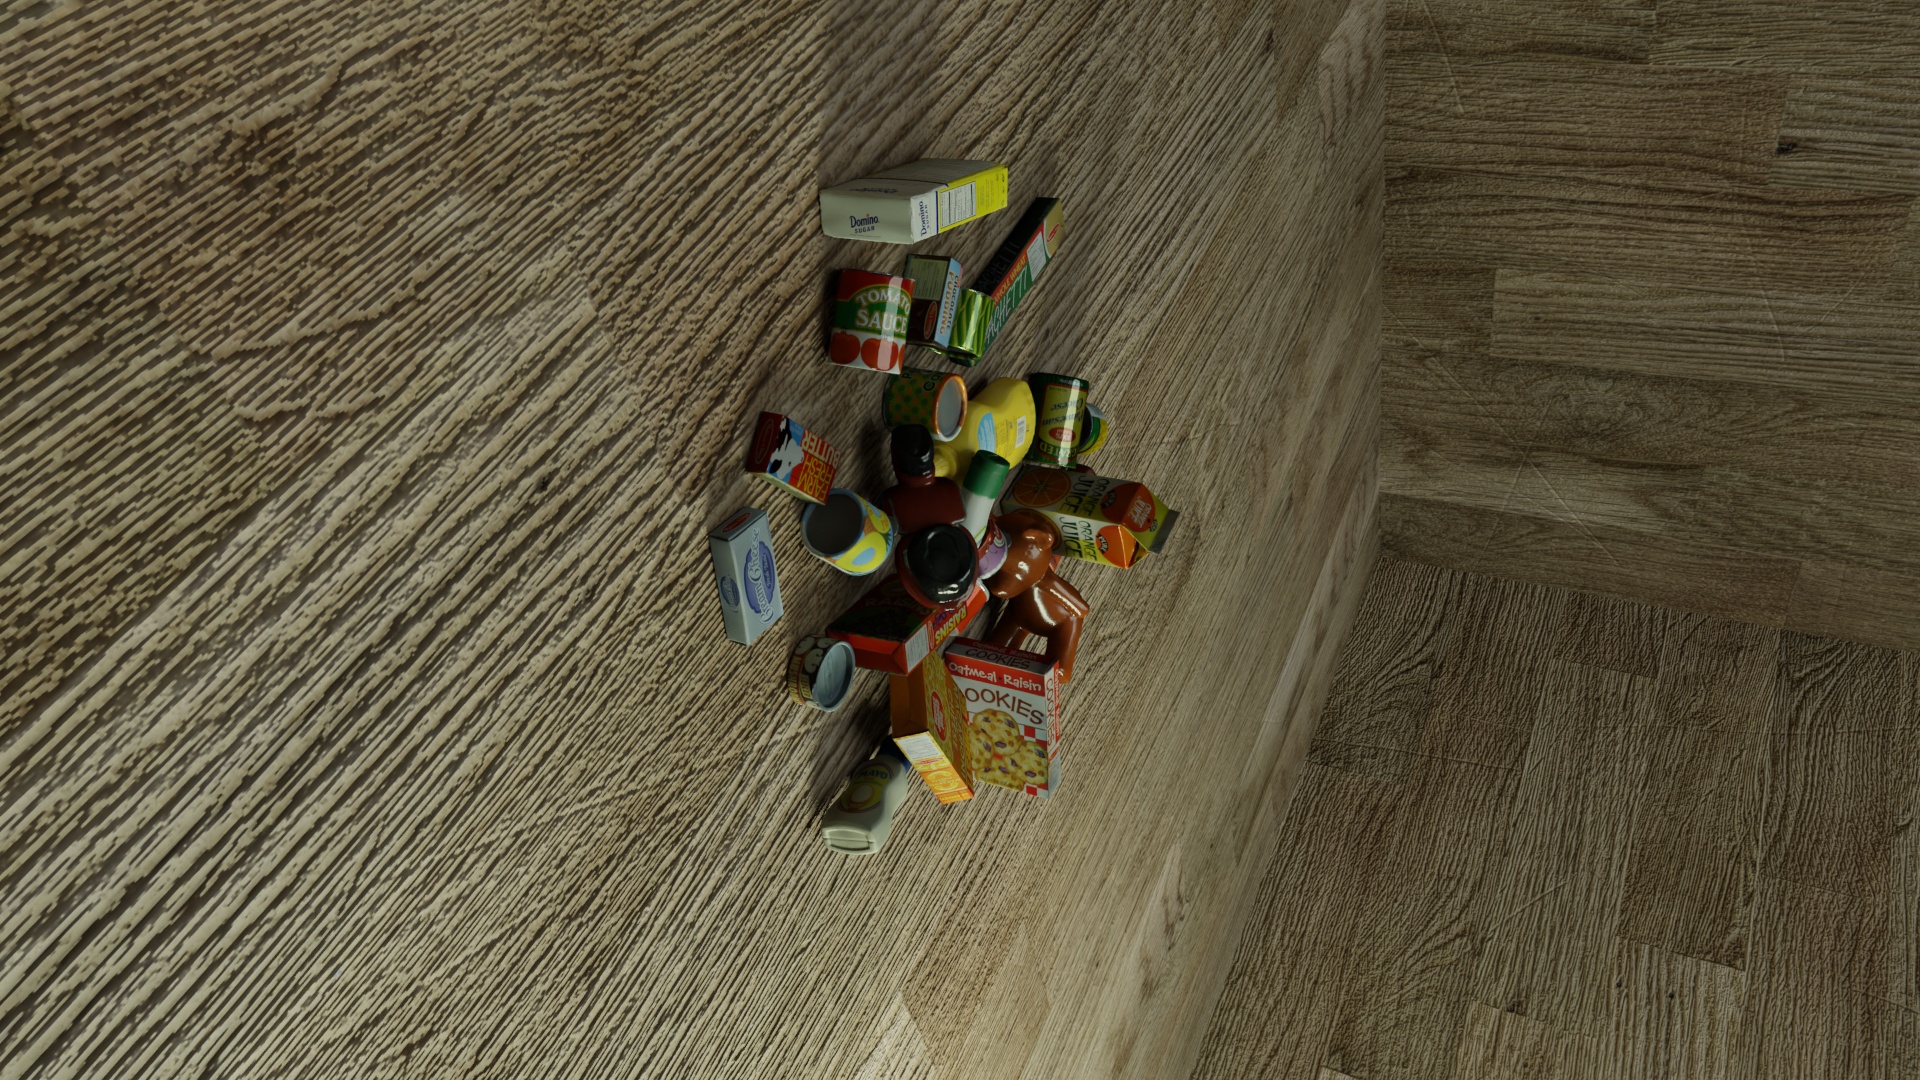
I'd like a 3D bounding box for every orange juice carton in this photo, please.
[{"bbox_3d":[0.150,-0.025,1.590,0.072,0.193,0.072,-57,146,-36],"label":"orange juice carton"}]

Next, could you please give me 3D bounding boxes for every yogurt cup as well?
[{"bbox_3d":[-0.012,0.063,1.447,0.054,0.072,0.072,-58,148,-21],"label":"yogurt cup"}]

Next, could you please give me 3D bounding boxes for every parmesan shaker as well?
[{"bbox_3d":[0.106,-0.139,1.605,0.071,0.071,0.103,3,96,-64],"label":"parmesan shaker"}]

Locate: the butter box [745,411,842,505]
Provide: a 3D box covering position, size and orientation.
[{"bbox_3d":[-0.140,-0.068,1.177,0.103,0.024,0.053,31,73,-62],"label":"butter box"}]

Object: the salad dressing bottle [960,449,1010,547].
[{"bbox_3d":[0.005,-0.017,1.379,0.147,0.044,0.064,-67,166,17],"label":"salad dressing bottle"}]

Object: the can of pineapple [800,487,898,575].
[{"bbox_3d":[-0.099,-0.009,1.233,0.058,0.071,0.071,36,68,-62],"label":"can of pineapple"}]

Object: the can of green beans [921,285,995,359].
[{"bbox_3d":[-0.005,-0.211,1.346,0.071,0.071,0.058,19,84,-64],"label":"can of green beans"}]

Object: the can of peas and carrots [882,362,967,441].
[{"bbox_3d":[-0.033,-0.133,1.329,0.071,0.059,0.070,-36,132,-55],"label":"can of peas and carrots"}]

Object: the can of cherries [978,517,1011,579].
[{"bbox_3d":[0.012,-0.001,1.460,0.058,0.071,0.072,50,56,-57],"label":"can of cherries"}]

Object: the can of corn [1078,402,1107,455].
[{"bbox_3d":[0.136,-0.134,1.664,0.058,0.071,0.071,3,97,-64],"label":"can of corn"}]

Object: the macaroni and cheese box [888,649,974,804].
[{"bbox_3d":[-0.031,0.180,1.426,0.165,0.040,0.124,63,17,-53],"label":"macaroni and cheese box"}]

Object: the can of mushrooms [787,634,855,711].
[{"bbox_3d":[-0.128,0.121,1.266,0.071,0.033,0.070,-37,133,-54],"label":"can of mushrooms"}]

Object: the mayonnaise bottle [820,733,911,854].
[{"bbox_3d":[-0.084,0.248,1.374,0.149,0.065,0.041,-58,143,-55],"label":"mayonnaise bottle"}]

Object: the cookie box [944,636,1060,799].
[{"bbox_3d":[0.048,0.197,1.550,0.040,0.123,0.166,-43,136,-52],"label":"cookie box"}]

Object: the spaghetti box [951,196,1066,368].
[{"bbox_3d":[0.050,-0.278,1.475,0.251,0.029,0.050,-58,147,-37],"label":"spaghetti box"}]

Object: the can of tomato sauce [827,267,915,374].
[{"bbox_3d":[-0.077,-0.190,1.205,0.071,0.071,0.083,-4,104,-63],"label":"can of tomato sauce"}]

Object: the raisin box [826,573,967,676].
[{"bbox_3d":[-0.059,0.077,1.329,0.124,0.086,0.040,-41,131,-52],"label":"raisin box"}]

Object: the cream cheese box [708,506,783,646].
[{"bbox_3d":[-0.175,0.029,1.144,0.054,0.024,0.103,-44,138,-49],"label":"cream cheese box"}]

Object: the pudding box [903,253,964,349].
[{"bbox_3d":[-0.032,-0.225,1.306,0.030,0.049,0.083,18,83,-62],"label":"pudding box"}]

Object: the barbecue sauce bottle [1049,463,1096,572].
[{"bbox_3d":[0.126,-0.023,1.712,0.149,0.044,0.064,-61,150,-32],"label":"barbecue sauce bottle"}]
